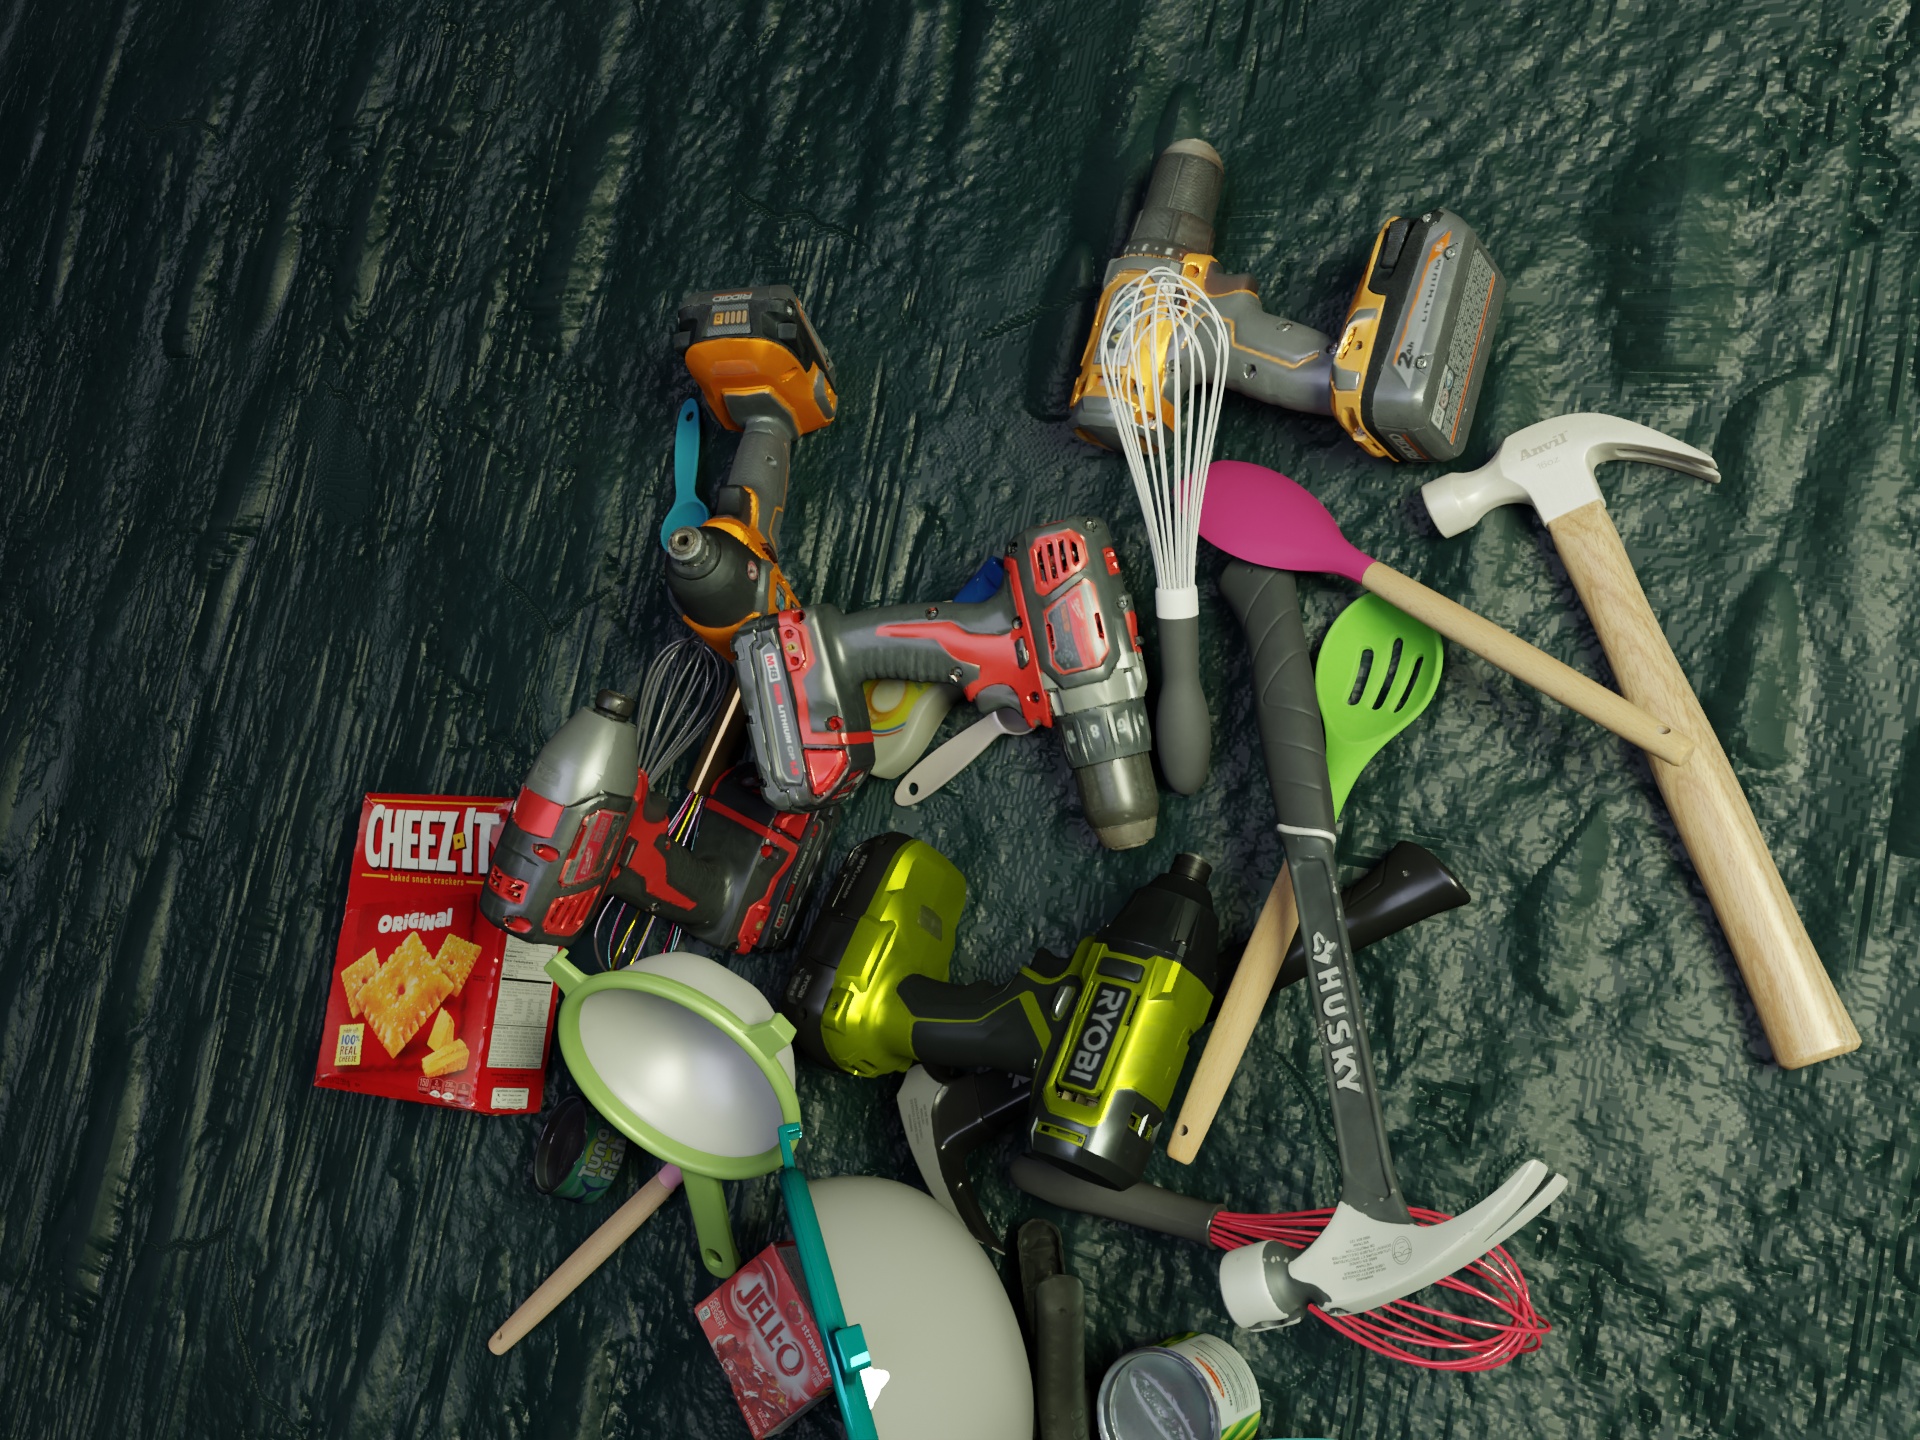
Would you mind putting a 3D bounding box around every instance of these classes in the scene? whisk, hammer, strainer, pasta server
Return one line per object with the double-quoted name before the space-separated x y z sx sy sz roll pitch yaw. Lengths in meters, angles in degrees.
"whisk" 0.147 0.260 0.802 0.296 0.073 0.073 5 82 37
"hammer" 0.173 0.069 0.762 0.149 0.036 0.409 -27 46 31
"strainer" -0.142 0.223 0.923 0.151 0.069 0.256 12 129 20
"whisk" -0.180 0.069 1.051 0.051 0.047 0.245 22 88 34
"strainer" -0.005 0.373 0.807 0.095 0.211 0.340 -16 109 -10
"pasta server" -0.210 0.310 1.019 0.316 0.040 0.060 -46 49 16
"whisk" 0.115 -0.096 0.852 0.070 0.070 0.284 5 109 32
"hammer" 0.340 0.000 0.758 0.130 0.031 0.332 -26 68 25
"whisk" -0.220 0.043 1.080 0.055 0.055 0.239 34 102 32
"hammer" 0.112 0.159 0.843 0.335 0.035 0.146 -31 45 18

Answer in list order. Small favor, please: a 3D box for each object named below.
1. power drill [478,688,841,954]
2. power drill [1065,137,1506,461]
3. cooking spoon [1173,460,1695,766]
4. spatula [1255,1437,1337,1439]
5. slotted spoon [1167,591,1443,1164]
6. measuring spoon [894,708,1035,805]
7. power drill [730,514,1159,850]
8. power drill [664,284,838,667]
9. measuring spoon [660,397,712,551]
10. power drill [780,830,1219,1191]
"power drill" -0.173 0.065 0.941 0.079 0.219 0.143 22 92 33
"power drill" 0.177 -0.235 0.883 0.226 0.084 0.185 12 84 37
"cooking spoon" 0.229 -0.064 0.810 0.069 0.017 0.319 -33 48 -21
"spatula" 0.139 0.503 0.759 0.044 0.082 0.317 153 119 -73
"slotted spoon" 0.171 0.076 0.808 0.070 0.031 0.314 14 73 41
"measuring spoon" 0.007 0.016 0.968 0.124 0.018 0.034 -38 69 26
"power drill" -0.001 -0.003 0.910 0.226 0.080 0.188 -13 89 13
"power drill" -0.136 -0.154 0.996 0.084 0.164 0.227 -2 72 12
"measuring spoon" -0.188 -0.171 1.127 0.042 0.021 0.129 -16 63 27
"power drill" 0.026 0.137 0.852 0.223 0.080 0.171 8 64 39
